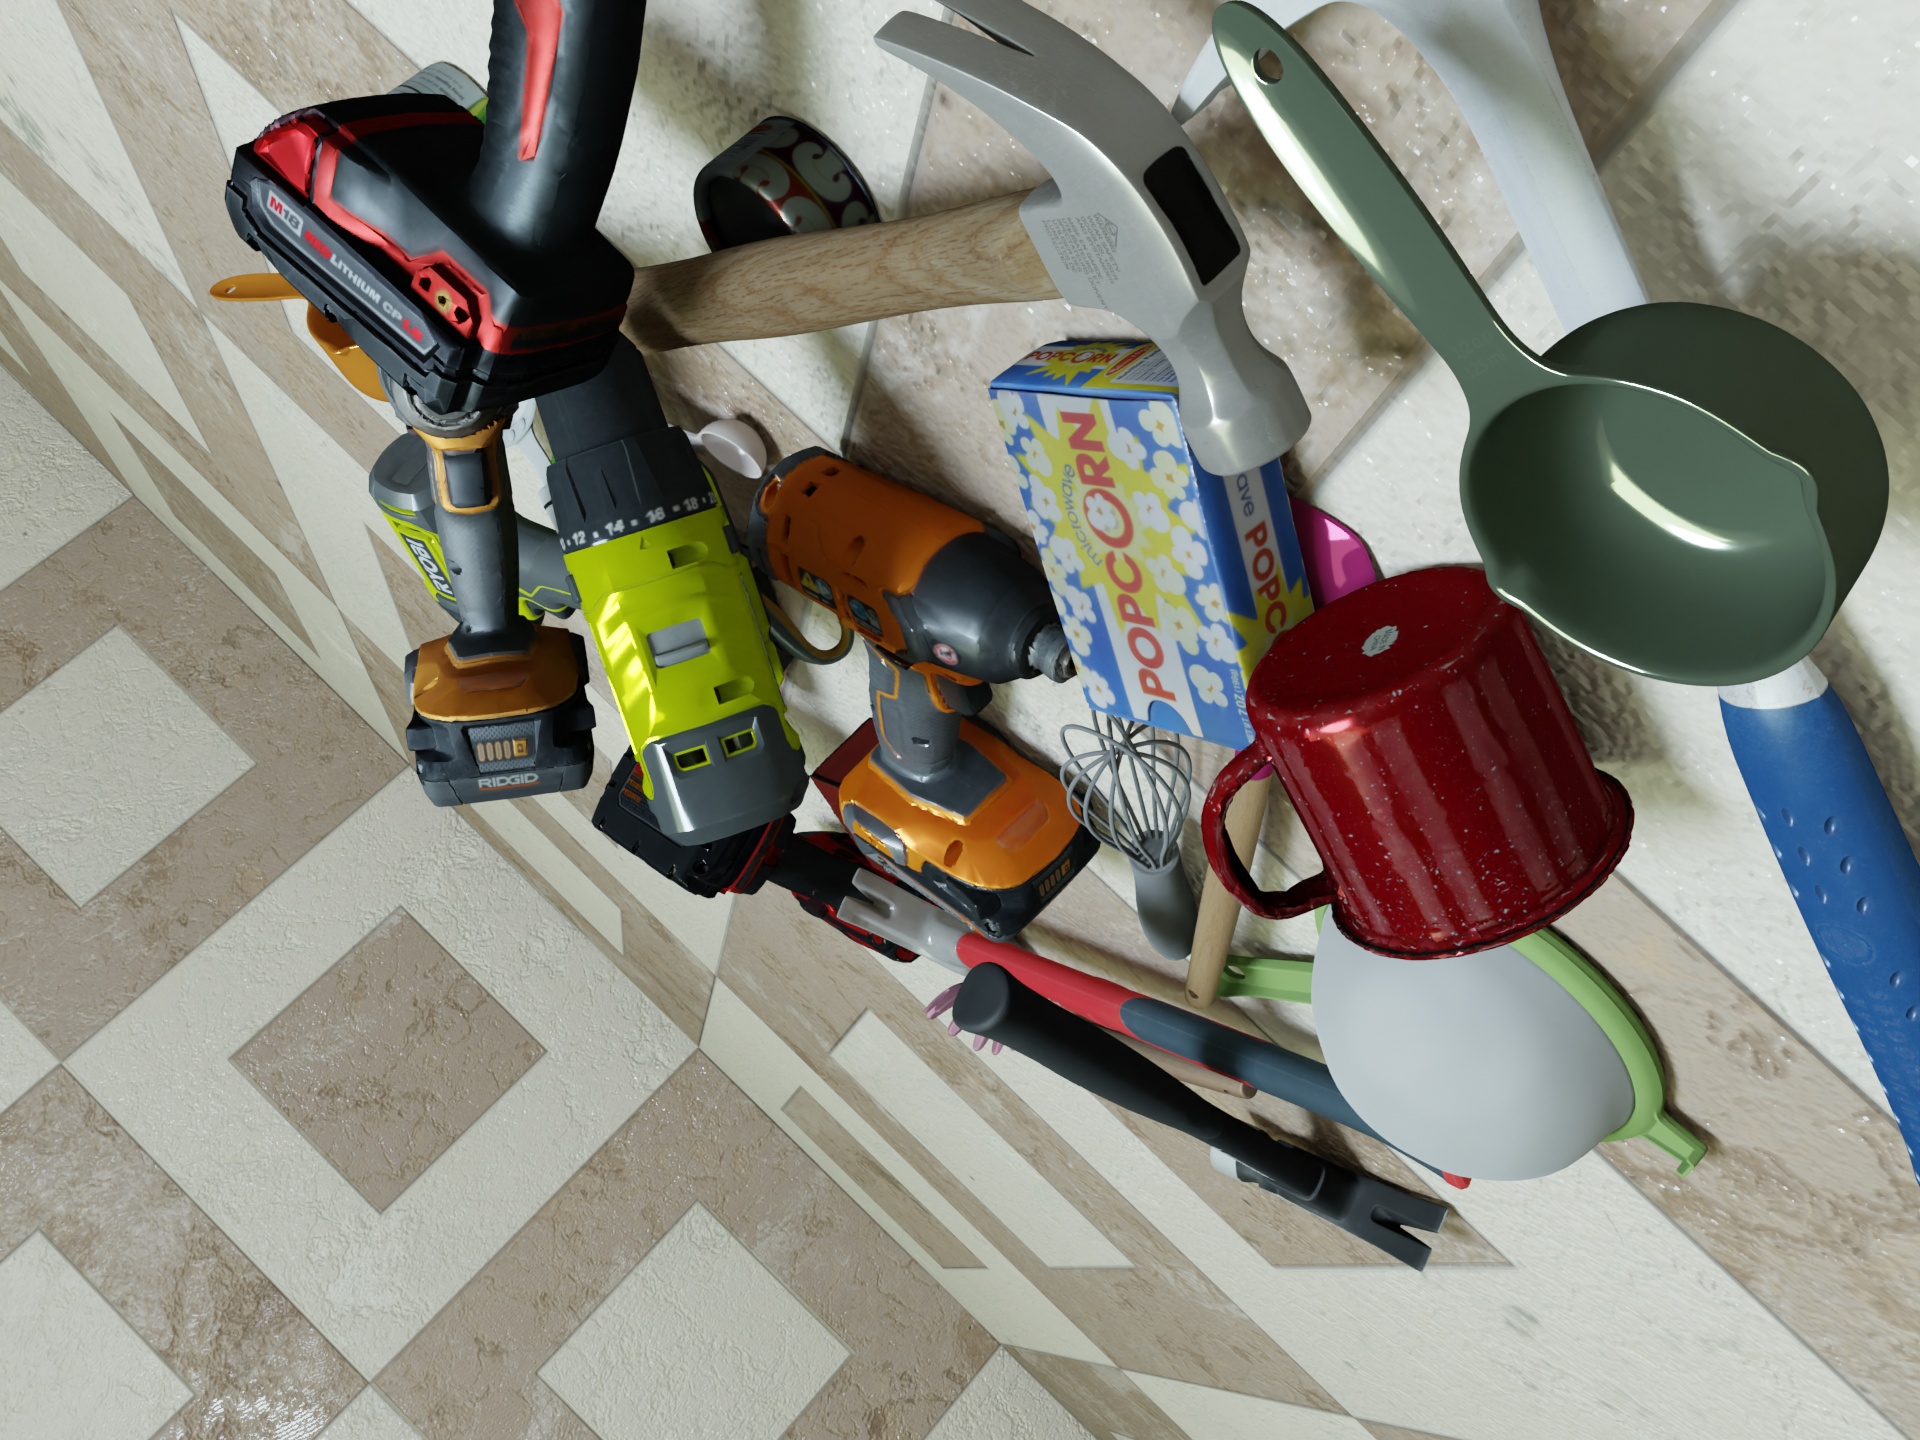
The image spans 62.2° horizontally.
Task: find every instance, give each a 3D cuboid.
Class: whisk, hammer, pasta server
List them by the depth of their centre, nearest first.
[{"bbox_3d":[0.189,-0.017,0.388,0.405,0.035,0.144,54,157,-23],"label":"hammer"},{"bbox_3d":[-0.041,-0.140,0.497,0.331,0.031,0.130,14,143,53],"label":"hammer"},{"bbox_3d":[0.082,0.058,0.697,0.055,0.055,0.238,34,164,27],"label":"whisk"},{"bbox_3d":[0.110,0.189,0.766,0.146,0.035,0.334,15,164,47],"label":"hammer"},{"bbox_3d":[0.093,0.153,0.826,0.143,0.038,0.386,32,167,-38],"label":"hammer"},{"bbox_3d":[0.075,0.205,1.005,0.060,0.040,0.316,41,161,-25],"label":"pasta server"}]

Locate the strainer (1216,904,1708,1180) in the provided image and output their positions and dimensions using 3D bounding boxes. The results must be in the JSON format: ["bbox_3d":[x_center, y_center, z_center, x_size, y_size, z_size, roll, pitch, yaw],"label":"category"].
[{"bbox_3d":[0.162,0.132,0.663,0.151,0.069,0.256,51,157,-15],"label":"strainer"}]

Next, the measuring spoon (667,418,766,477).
[{"bbox_3d":[-0.138,-0.144,0.767,0.124,0.018,0.034,23,163,34],"label":"measuring spoon"}]

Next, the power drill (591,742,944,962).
[{"bbox_3d":[-0.118,0.081,1.009,0.143,0.078,0.219,26,175,40],"label":"power drill"}]

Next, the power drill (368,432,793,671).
[{"bbox_3d":[-0.214,-0.068,0.910,0.223,0.080,0.171,21,152,21],"label":"power drill"}]

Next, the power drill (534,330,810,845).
[{"bbox_3d":[-0.125,-0.061,0.665,0.228,0.080,0.190,-147,38,-78],"label":"power drill"}]

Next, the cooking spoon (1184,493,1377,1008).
[{"bbox_3d":[0.110,0.033,0.617,0.069,0.017,0.318,35,151,25],"label":"cooking spoon"}]

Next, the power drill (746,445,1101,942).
[{"bbox_3d":[-0.001,-0.002,0.708,0.164,0.084,0.226,30,150,34],"label":"power drill"}]

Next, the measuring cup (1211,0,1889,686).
[{"bbox_3d":[0.113,-0.081,0.312,0.167,0.038,0.083,49,158,-6],"label":"measuring cup"}]

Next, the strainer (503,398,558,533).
[{"bbox_3d":[-0.205,-0.121,0.800,0.087,0.050,0.258,-27,92,43],"label":"strainer"}]

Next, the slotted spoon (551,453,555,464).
[{"bbox_3d":[-0.189,-0.178,0.803,0.070,0.031,0.313,37,156,9],"label":"slotted spoon"}]

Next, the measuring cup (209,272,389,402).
[{"bbox_3d":[-0.334,-0.218,0.869,0.174,0.095,0.052,8,149,25],"label":"measuring cup"}]

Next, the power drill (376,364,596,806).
[{"bbox_3d":[-0.212,-0.078,0.699,0.185,0.084,0.226,-130,36,-65],"label":"power drill"}]

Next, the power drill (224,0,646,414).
[{"bbox_3d":[-0.145,-0.227,0.465,0.188,0.080,0.226,42,128,9],"label":"power drill"}]
